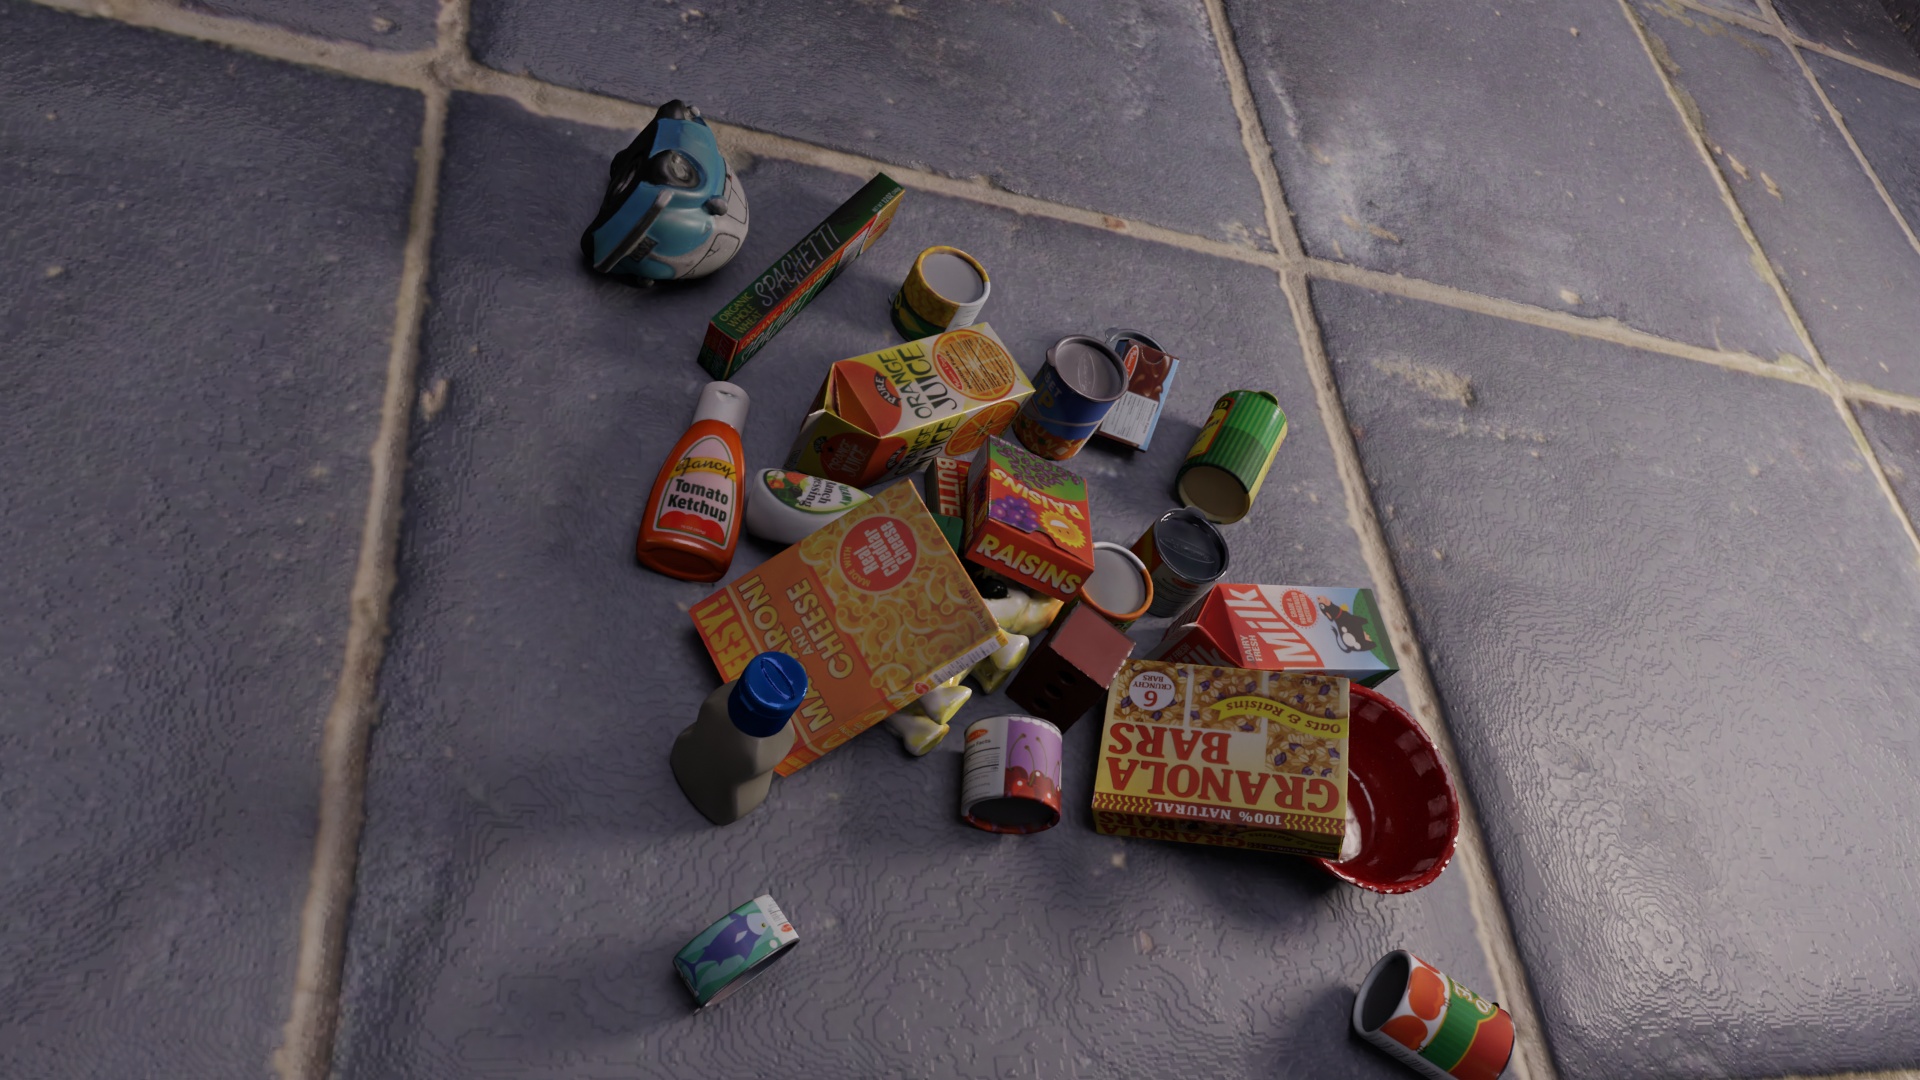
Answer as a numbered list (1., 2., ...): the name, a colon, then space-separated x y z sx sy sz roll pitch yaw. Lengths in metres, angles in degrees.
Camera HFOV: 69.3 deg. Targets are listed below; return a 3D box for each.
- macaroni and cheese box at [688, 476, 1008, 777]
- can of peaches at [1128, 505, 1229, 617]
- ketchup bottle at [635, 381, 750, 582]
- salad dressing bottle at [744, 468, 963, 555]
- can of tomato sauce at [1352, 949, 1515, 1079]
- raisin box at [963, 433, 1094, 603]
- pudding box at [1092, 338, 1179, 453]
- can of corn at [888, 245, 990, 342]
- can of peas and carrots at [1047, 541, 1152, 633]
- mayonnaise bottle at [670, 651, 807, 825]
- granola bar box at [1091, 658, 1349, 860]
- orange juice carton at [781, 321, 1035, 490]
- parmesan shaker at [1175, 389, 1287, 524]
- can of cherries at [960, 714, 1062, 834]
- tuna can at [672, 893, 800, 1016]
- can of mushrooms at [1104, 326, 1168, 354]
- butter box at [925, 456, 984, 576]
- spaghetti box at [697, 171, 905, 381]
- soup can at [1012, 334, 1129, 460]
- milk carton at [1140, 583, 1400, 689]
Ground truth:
1. macaroni and cheese box: -0.072 0.055 0.890 0.166 0.040 0.124 -31 68 -1
2. can of peaches: 0.166 0.016 1.080 0.071 0.057 0.071 13 53 -18
3. ketchup bottle: -0.177 -0.044 0.960 0.065 0.043 0.149 17 52 -13
4. salad dressing bottle: -0.073 -0.013 0.967 0.148 0.043 0.064 12 28 -2
5. can of tomato sauce: 0.320 0.325 0.940 0.083 0.070 0.071 32 50 -3
6. raisin box: 0.049 -0.018 0.998 0.086 0.040 0.124 25 30 -13
7. pudding box: 0.143 -0.120 1.148 0.050 0.030 0.083 18 95 -14
8. can of corn: -0.018 -0.199 1.134 0.071 0.058 0.071 13 54 -19
9. can of peas and carrots: 0.101 0.045 1.027 0.071 0.058 0.071 13 54 -18
10. mayonnaise bottle: -0.127 0.113 0.810 0.041 0.147 0.065 -31 76 -38
11. granola bar box: 0.181 0.149 0.962 0.165 0.038 0.125 4 52 12
12. orange juice carton: -0.046 -0.097 1.042 0.193 0.071 0.073 -21 70 -36
13. parmesan shaker: 0.227 -0.072 1.161 0.071 0.071 0.103 35 50 -1
14. can of cherries: 0.036 0.156 0.916 0.071 0.071 0.059 15 53 -17
15. tuna can: -0.129 0.233 0.783 0.071 0.070 0.033 -26 72 -37
16. can of mushrooms: 0.145 -0.149 1.197 0.071 0.033 0.071 13 55 -18
17. butter box: 0.004 -0.013 1.041 0.053 0.024 0.104 9 55 -22
18. spaghetti box: -0.122 -0.213 1.098 0.029 0.050 0.251 36 50 2
19. soup can: 0.084 -0.114 1.110 0.071 0.083 0.072 13 54 -18
20. milk carton: 0.230 0.081 1.058 0.191 0.072 0.074 2 58 -25
